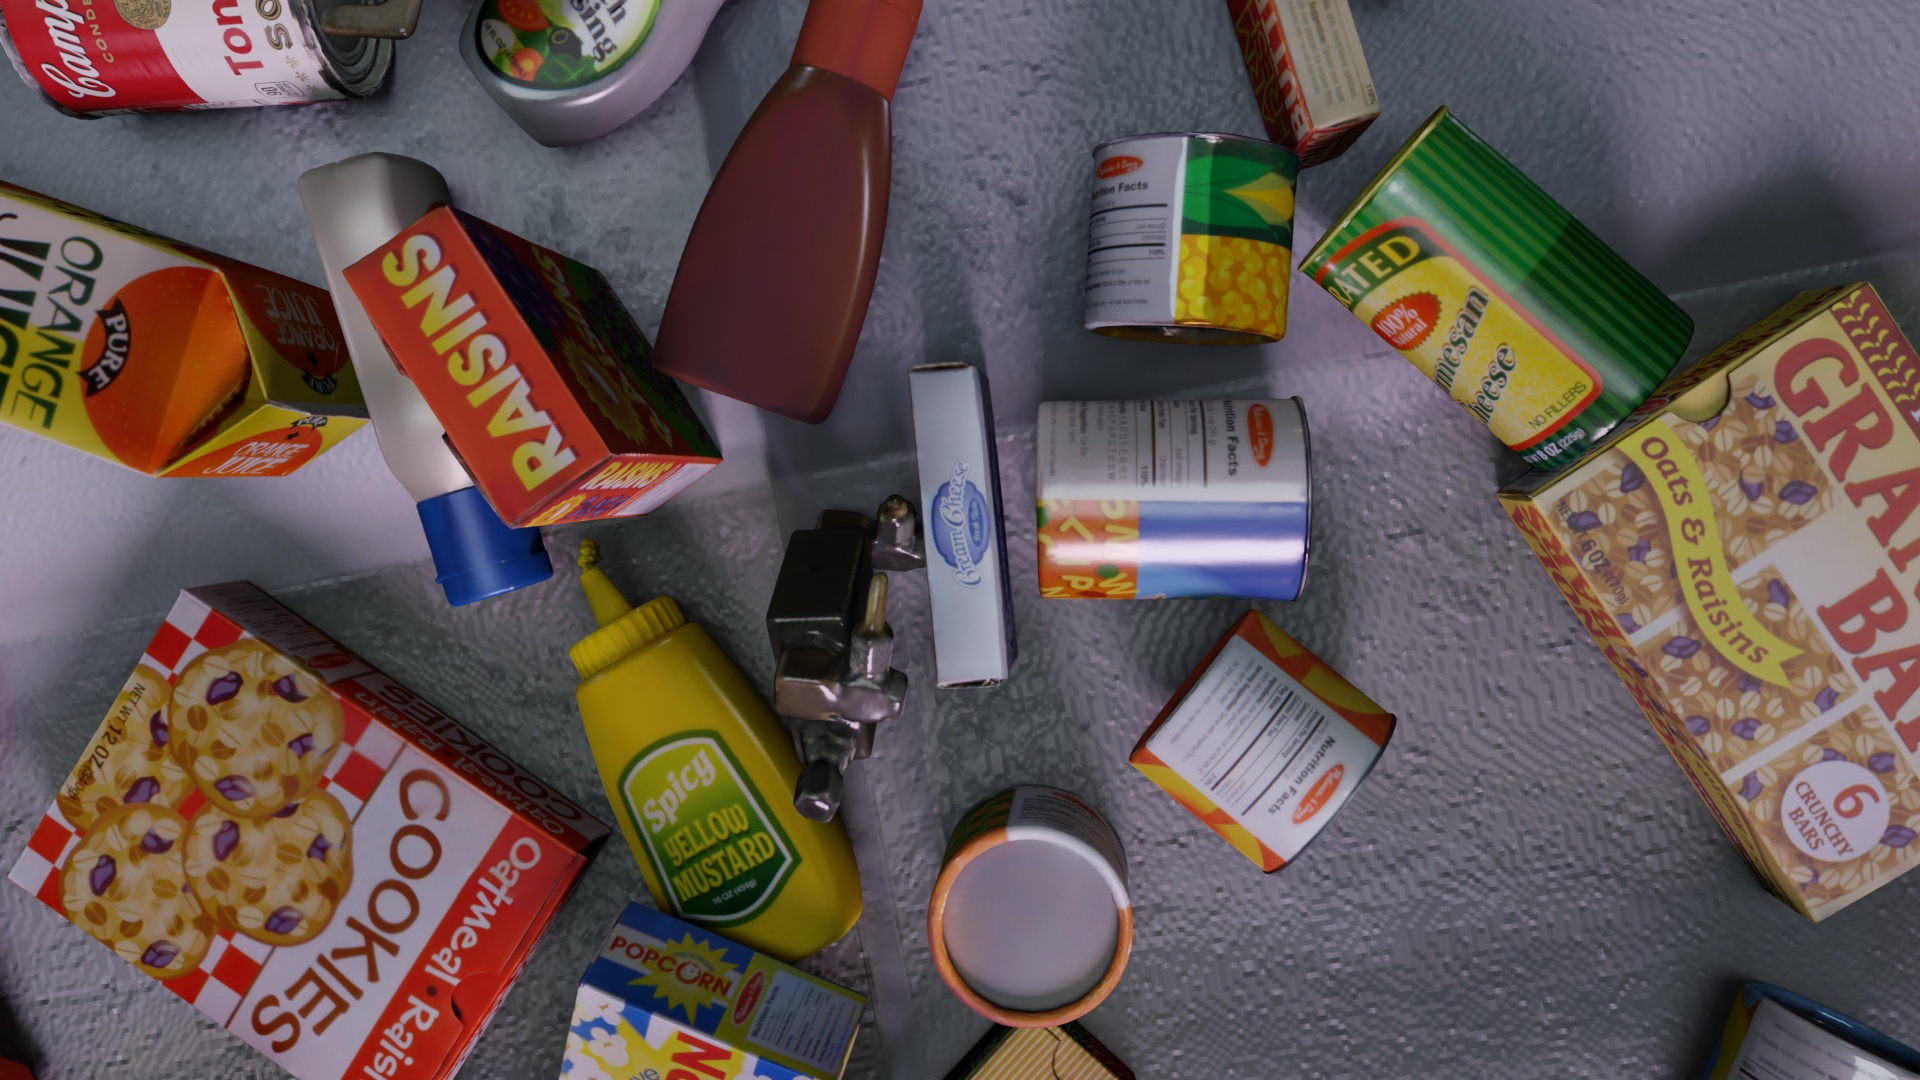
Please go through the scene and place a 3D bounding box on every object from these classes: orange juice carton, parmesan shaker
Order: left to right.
[{"bbox_3d":[-0.290,-0.072,0.473,0.193,0.072,0.073,19,94,4],"label":"orange juice carton"},{"bbox_3d":[0.169,-0.080,0.439,0.103,0.071,0.071,41,94,2],"label":"parmesan shaker"}]

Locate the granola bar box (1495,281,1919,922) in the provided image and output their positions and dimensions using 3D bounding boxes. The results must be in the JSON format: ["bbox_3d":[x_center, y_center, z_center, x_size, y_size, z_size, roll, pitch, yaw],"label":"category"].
[{"bbox_3d":[0.277,0.019,0.451,0.124,0.039,0.165,-34,89,4],"label":"granola bar box"}]

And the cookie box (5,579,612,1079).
[{"bbox_3d":[-0.228,0.111,0.490,0.167,0.040,0.123,33,94,2],"label":"cookie box"}]

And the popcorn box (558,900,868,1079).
[{"bbox_3d":[-0.089,0.189,0.459,0.085,0.038,0.126,21,120,4],"label":"popcorn box"}]

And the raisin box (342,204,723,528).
[{"bbox_3d":[-0.127,-0.050,0.436,0.040,0.123,0.086,-33,90,5],"label":"raisin box"}]

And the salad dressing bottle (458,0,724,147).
[{"bbox_3d":[-0.099,-0.196,0.469,0.147,0.044,0.064,-38,82,4],"label":"salad dressing bottle"}]

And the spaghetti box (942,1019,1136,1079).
[{"bbox_3d":[-0.039,0.264,0.487,0.050,0.029,0.250,42,94,2],"label":"spaghetti box"}]

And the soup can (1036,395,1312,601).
[{"bbox_3d":[0.067,-0.011,0.454,0.084,0.071,0.071,0,92,5],"label":"soup can"}]

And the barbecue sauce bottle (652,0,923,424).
[{"bbox_3d":[-0.052,-0.118,0.469,0.065,0.044,0.148,19,93,3],"label":"barbecue sauce bottle"}]

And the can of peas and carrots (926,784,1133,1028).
[{"bbox_3d":[0.023,0.122,0.463,0.071,0.059,0.071,0,92,5],"label":"can of peas and carrots"}]

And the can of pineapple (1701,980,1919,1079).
[{"bbox_3d":[0.275,0.183,0.444,0.071,0.071,0.058,22,94,3],"label":"can of pineapple"}]

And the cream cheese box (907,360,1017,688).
[{"bbox_3d":[0.002,-0.006,0.463,0.024,0.053,0.103,-5,92,7],"label":"cream cheese box"}]

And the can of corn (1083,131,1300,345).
[{"bbox_3d":[0.076,-0.095,0.450,0.071,0.071,0.058,4,93,4],"label":"can of corn"}]

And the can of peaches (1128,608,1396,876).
[{"bbox_3d":[0.097,0.065,0.452,0.058,0.071,0.071,38,94,8],"label":"can of peaches"}]

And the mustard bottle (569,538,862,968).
[{"bbox_3d":[-0.094,0.071,0.475,0.065,0.049,0.160,-30,90,6],"label":"mustard bottle"}]

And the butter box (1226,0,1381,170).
[{"bbox_3d":[0.105,-0.176,0.451,0.024,0.053,0.103,-17,91,2],"label":"butter box"}]

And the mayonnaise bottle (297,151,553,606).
[{"bbox_3d":[-0.178,-0.053,0.473,0.041,0.065,0.148,-16,95,2],"label":"mayonnaise bottle"}]
